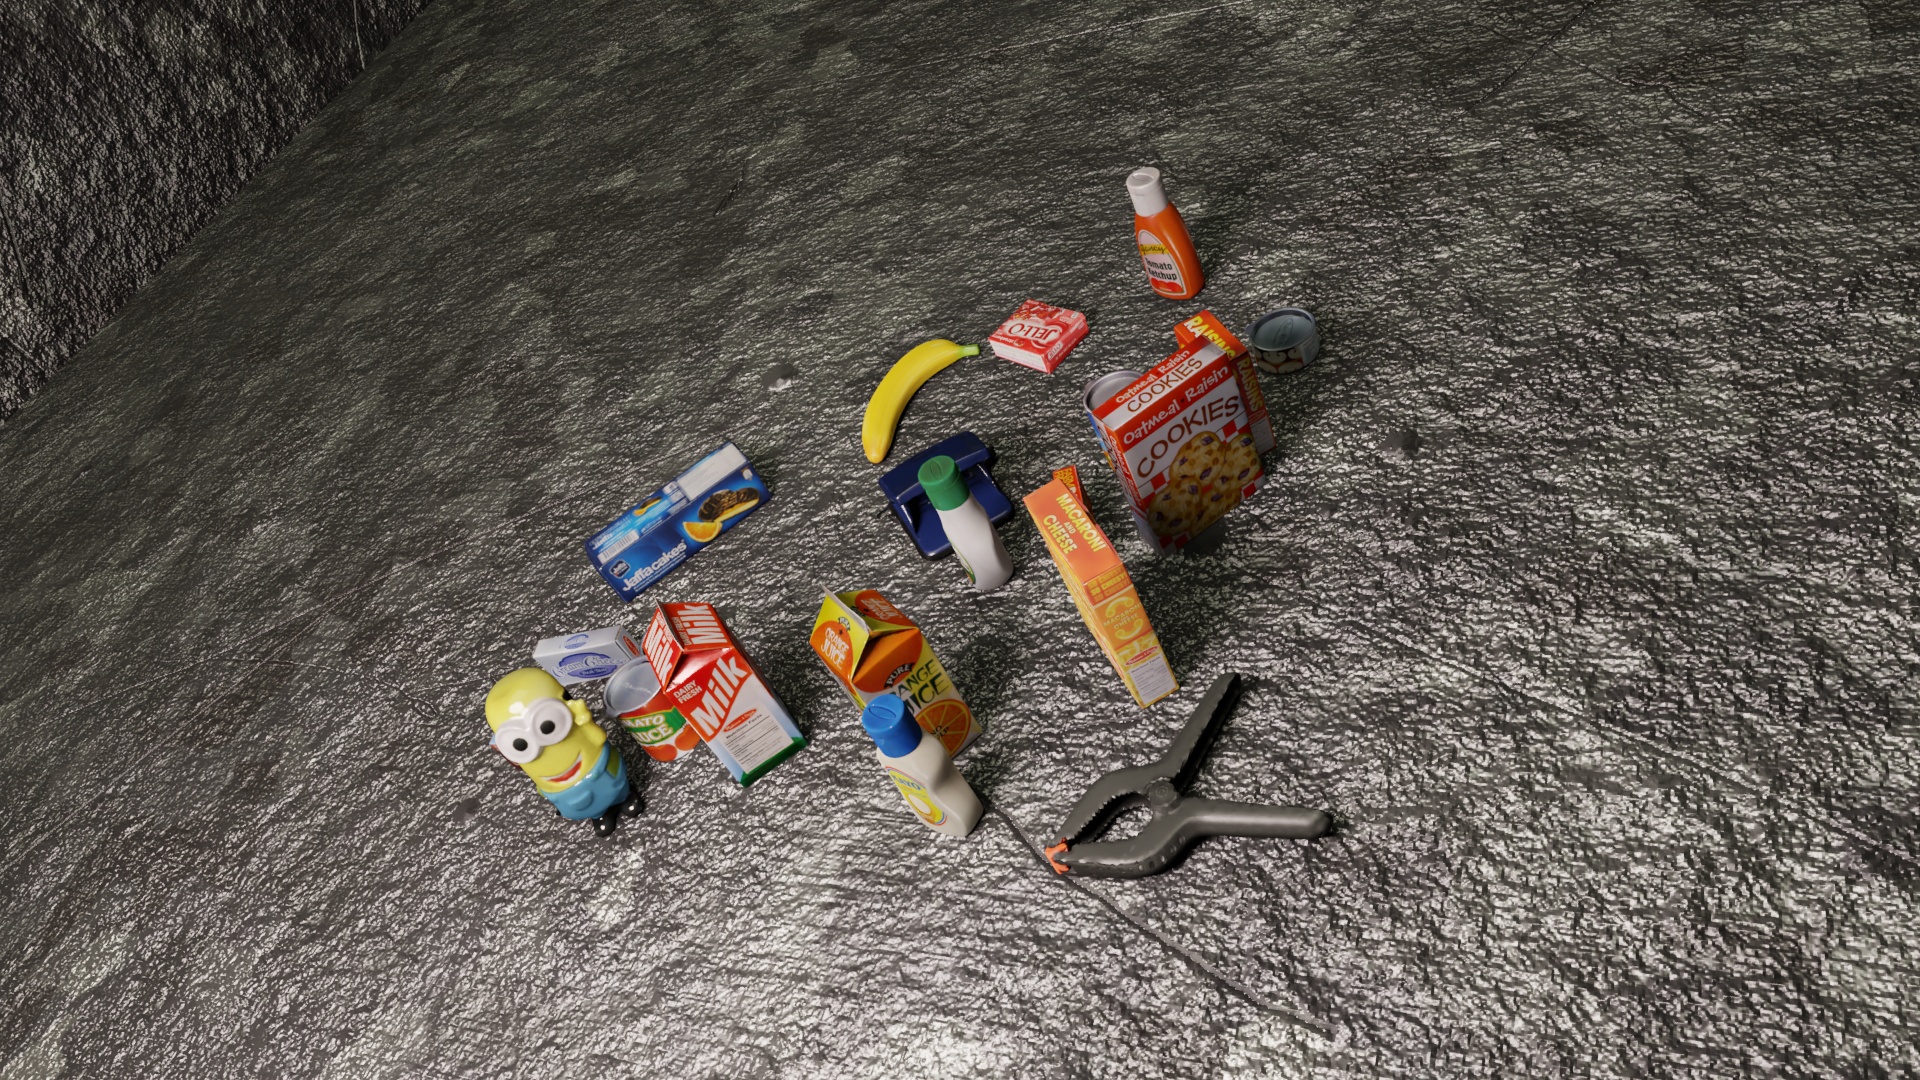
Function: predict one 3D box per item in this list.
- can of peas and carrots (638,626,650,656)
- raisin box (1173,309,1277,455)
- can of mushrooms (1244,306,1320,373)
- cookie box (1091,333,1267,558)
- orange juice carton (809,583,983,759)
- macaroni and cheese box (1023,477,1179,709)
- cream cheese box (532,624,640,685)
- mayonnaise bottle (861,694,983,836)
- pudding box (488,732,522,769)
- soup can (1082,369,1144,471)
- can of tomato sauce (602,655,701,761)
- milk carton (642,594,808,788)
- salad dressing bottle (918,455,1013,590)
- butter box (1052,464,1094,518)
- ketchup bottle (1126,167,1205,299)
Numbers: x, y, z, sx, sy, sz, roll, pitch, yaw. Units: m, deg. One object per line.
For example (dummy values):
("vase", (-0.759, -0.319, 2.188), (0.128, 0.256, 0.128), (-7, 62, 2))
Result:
("can of peas and carrots", (-0.274, 0.111, 1.377), (0.071, 0.058, 0.071), (-15, 43, 15))
("raisin box", (0.249, -0.144, 1.303), (0.040, 0.123, 0.086), (-29, 41, 0))
("can of mushrooms", (0.322, -0.200, 1.388), (0.071, 0.033, 0.071), (-15, 43, 15))
("cookie box", (0.197, -0.082, 1.235), (0.123, 0.166, 0.040), (-36, 42, -8))
("orange juice carton", (-0.060, 0.111, 1.160), (0.073, 0.192, 0.072), (-39, 42, -12))
("macaroni and cheese box", (0.118, 0.043, 1.152), (0.040, 0.165, 0.124), (-30, 41, -1))
("cream cheese box", (-0.381, 0.119, 1.430), (0.104, 0.053, 0.024), (-11, 44, 19))
("mayonnaise bottle", (-0.034, 0.180, 1.111), (0.065, 0.147, 0.041), (14, 56, 38))
("pudding box", (-0.414, 0.199, 1.370), (0.083, 0.049, 0.030), (-7, 45, 22))
("soup can", (0.161, -0.115, 1.350), (0.071, 0.083, 0.072), (-15, 43, 15))
("can of tomato sauce", (-0.289, 0.161, 1.315), (0.071, 0.082, 0.071), (-15, 43, 15))
("milk carton", (-0.216, 0.126, 1.230), (0.073, 0.189, 0.072), (-34, 42, -6))
("salad dressing bottle", (0.005, -0.016, 1.287), (0.044, 0.147, 0.064), (-26, 41, 3))
("butter box", (0.111, -0.018, 1.304), (0.024, 0.053, 0.104), (-19, 42, 11))
("ketchup bottle", (0.216, -0.329, 1.487), (0.065, 0.148, 0.044), (24, 63, 42))
